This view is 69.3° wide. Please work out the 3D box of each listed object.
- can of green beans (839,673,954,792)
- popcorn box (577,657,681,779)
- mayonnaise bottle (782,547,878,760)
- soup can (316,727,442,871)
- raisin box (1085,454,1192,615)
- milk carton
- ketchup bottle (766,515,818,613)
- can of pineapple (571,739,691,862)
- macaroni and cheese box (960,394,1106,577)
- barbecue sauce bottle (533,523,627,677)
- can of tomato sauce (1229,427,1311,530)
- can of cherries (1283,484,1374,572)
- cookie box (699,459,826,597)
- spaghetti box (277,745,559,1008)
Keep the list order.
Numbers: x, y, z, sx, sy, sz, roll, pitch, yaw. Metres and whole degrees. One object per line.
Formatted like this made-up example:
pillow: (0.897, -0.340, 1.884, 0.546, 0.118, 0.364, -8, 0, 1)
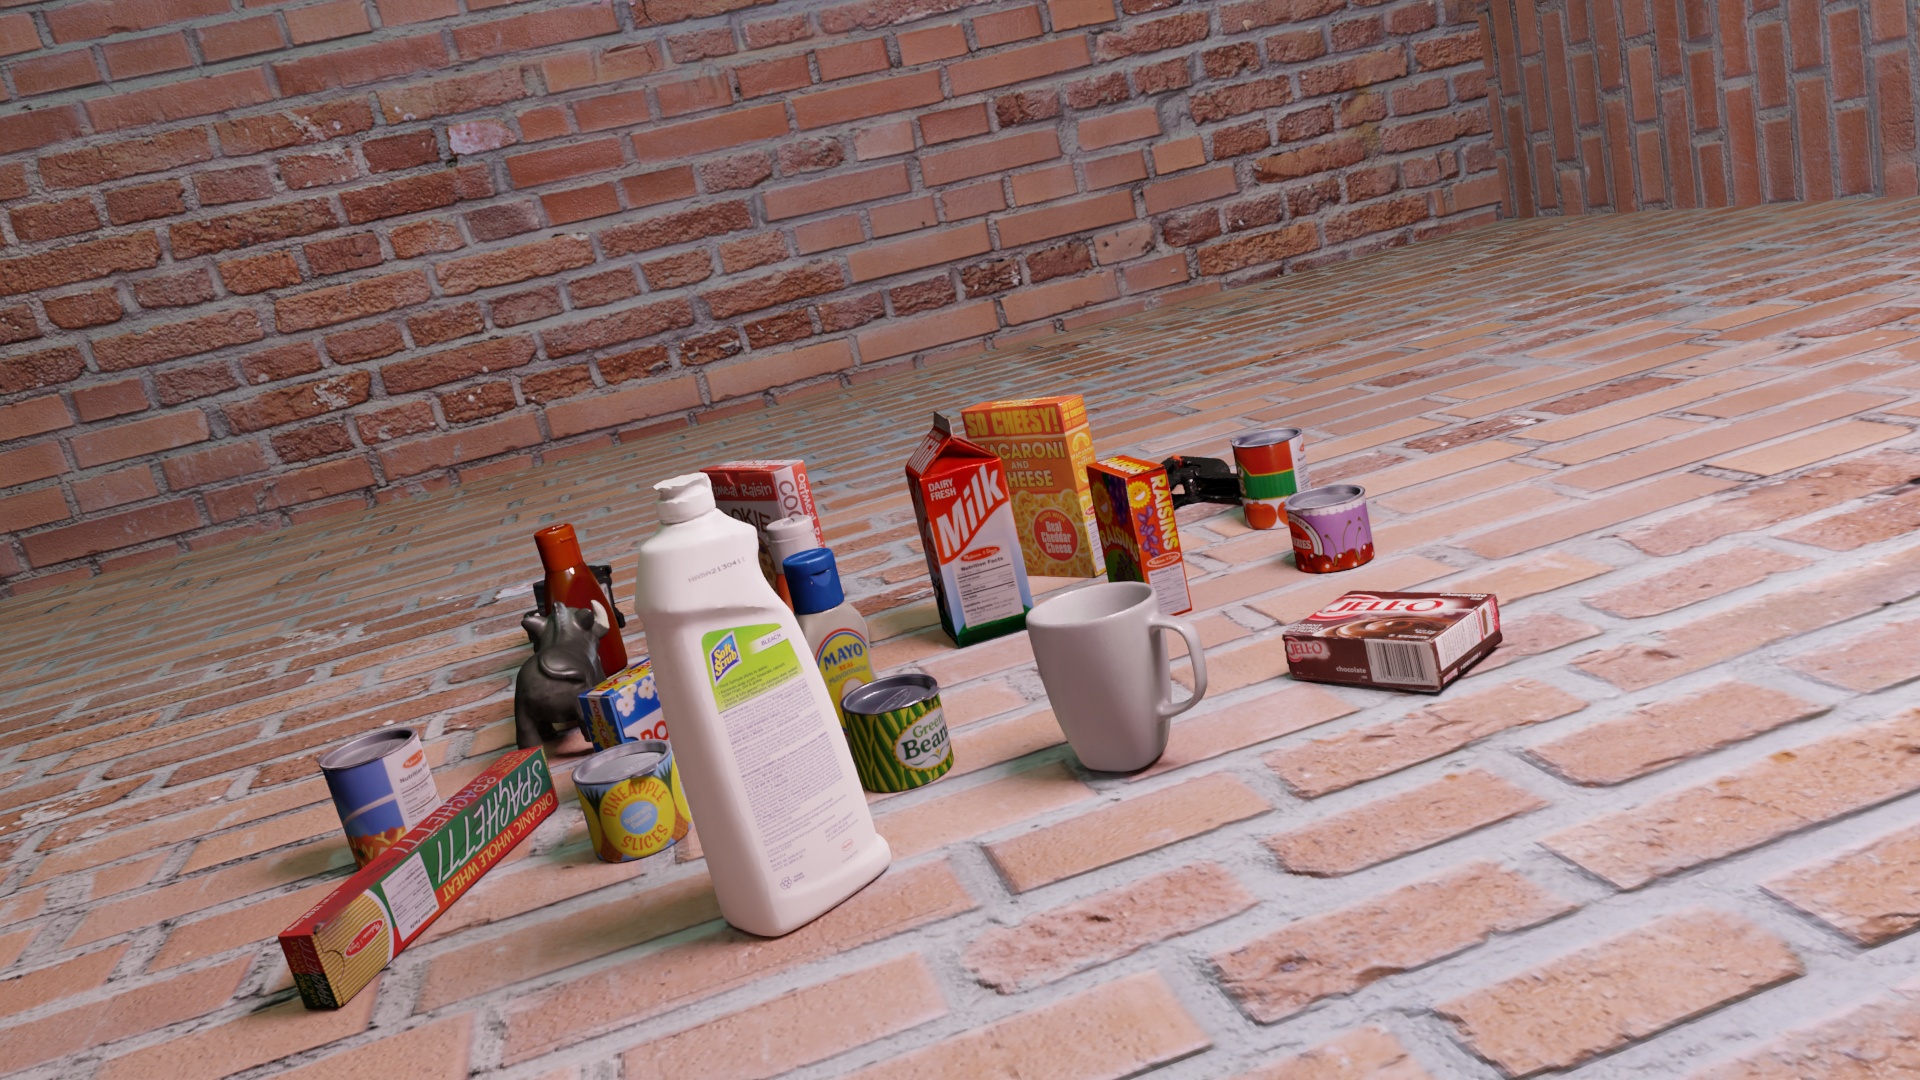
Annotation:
can of green beans: (-0.042, 0.128, 0.928, 0.071, 0.057, 0.071, -12, 14, 3)
popcorn box: (-0.214, 0.128, 1.027, 0.038, 0.085, 0.127, -4, 16, 35)
mayonnaise bottle: (-0.090, 0.080, 0.974, 0.065, 0.147, 0.041, -20, 15, -29)
soup can: (-0.409, 0.184, 0.985, 0.071, 0.083, 0.071, -12, 13, 3)
raisin box: (0.147, -0.004, 1.144, 0.040, 0.123, 0.086, -16, 14, -13)
milk carton: (0.004, -0.015, 1.177, 0.073, 0.190, 0.072, -15, 13, -10)
ketchup bottle: (-0.119, 0.056, 1.096, 0.043, 0.148, 0.065, -14, 13, -5)
can of pineapple: (-0.215, 0.171, 0.915, 0.071, 0.057, 0.071, -12, 14, 3)
macaroni and cheese box: (0.074, -0.050, 1.306, 0.123, 0.166, 0.040, 0, 18, 43)
barbecue sauce bottle: (-0.362, 0.059, 1.304, 0.043, 0.148, 0.065, 0, 19, 44)
can of tomato sauce: (0.294, -0.059, 1.312, 0.071, 0.083, 0.071, -12, 13, 3)
can of cherries: (0.305, -0.010, 1.158, 0.071, 0.058, 0.071, -12, 14, 3)
cookie box: (-0.177, 0.009, 1.297, 0.040, 0.167, 0.123, -24, 17, -40)
spaghetti box: (-0.338, 0.208, 0.897, 0.028, 0.050, 0.251, -9, 14, 16)
